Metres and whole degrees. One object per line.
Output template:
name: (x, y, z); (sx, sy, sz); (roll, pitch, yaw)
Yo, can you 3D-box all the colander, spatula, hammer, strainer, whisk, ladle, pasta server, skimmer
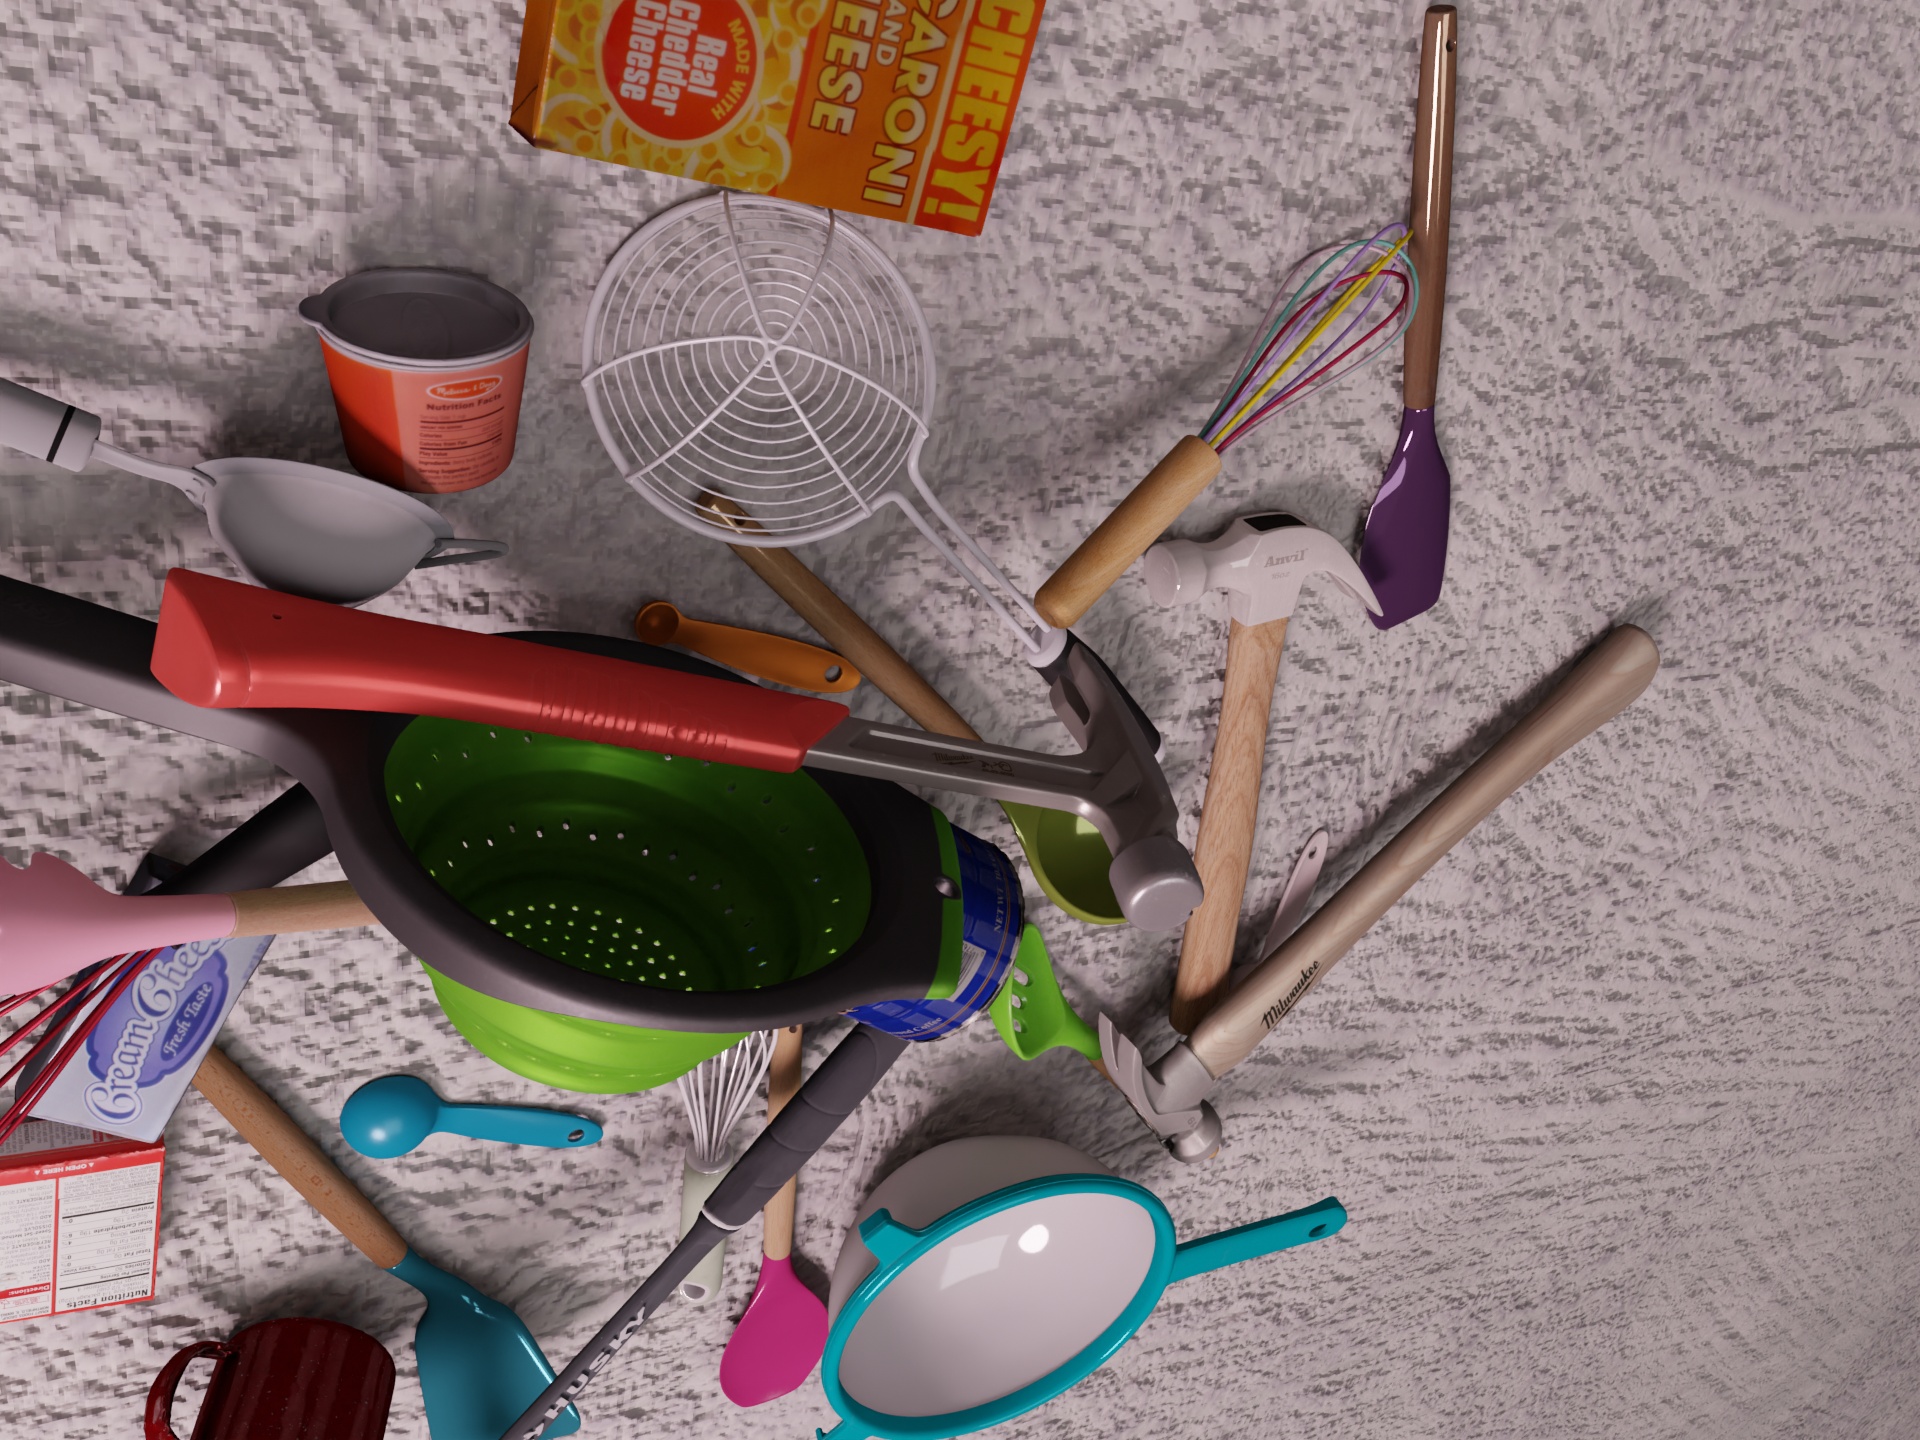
colander: (-0.198, 0.037, 0.543); (0.397, 0.205, 0.094); (18, 120, -13)
spatula: (0.218, -0.174, 0.759); (0.060, 0.018, 0.315); (-24, 131, -18)
hammer: (-0.085, -0.006, 0.564); (0.358, 0.149, 0.036); (11, 124, -25)
strainer: (-0.270, -0.082, 0.498); (0.258, 0.087, 0.050); (23, 66, -29)
whisk: (-0.299, 0.084, 0.557); (0.296, 0.073, 0.073); (-39, 136, -29)
spatula: (-0.273, 0.239, 0.724); (0.082, 0.044, 0.317); (-13, 130, 11)
ladle: (-0.001, -0.002, 0.719); (0.319, 0.062, 0.078); (44, 53, -39)
hammer: (0.147, 0.041, 0.854); (0.130, 0.031, 0.331); (-14, 127, -22)
pasta server: (-0.239, 0.064, 0.564); (0.316, 0.040, 0.060); (1, 101, -55)
whisk: (-0.125, 0.212, 0.798); (0.058, 0.059, 0.246); (13, 124, 4)
hammer: (0.249, 0.081, 0.912); (0.410, 0.038, 0.146); (-41, 137, -8)
strainer: (0.067, 0.297, 0.930); (0.340, 0.095, 0.210); (-5, 126, -25)
whisk: (0.118, -0.128, 0.685); (0.245, 0.047, 0.051); (-46, 121, -13)
hammer: (-0.126, 0.244, 0.748); (0.409, 0.036, 0.149); (-46, 152, -18)
skimmer: (-0.010, -0.072, 0.677); (0.127, 0.090, 0.362); (-56, 142, -6)

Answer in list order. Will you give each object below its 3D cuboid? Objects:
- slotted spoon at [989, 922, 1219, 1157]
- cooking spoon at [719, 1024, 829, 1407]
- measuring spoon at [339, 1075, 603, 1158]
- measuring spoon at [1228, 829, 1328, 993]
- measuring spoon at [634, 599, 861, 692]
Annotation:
slotted spoon: (0.088, 0.202, 0.923); (0.031, 0.070, 0.313); (-7, 146, 29)
cooking spoon: (-0.099, 0.271, 0.869); (0.068, 0.017, 0.318); (-10, 126, -25)
measuring spoon: (-0.221, 0.192, 0.737); (0.128, 0.021, 0.042); (18, 110, -37)
measuring spoon: (0.187, 0.118, 0.945); (0.034, 0.018, 0.124); (9, 108, -39)
measuring spoon: (-0.089, -0.031, 0.677); (0.116, 0.011, 0.021); (16, 108, -41)
